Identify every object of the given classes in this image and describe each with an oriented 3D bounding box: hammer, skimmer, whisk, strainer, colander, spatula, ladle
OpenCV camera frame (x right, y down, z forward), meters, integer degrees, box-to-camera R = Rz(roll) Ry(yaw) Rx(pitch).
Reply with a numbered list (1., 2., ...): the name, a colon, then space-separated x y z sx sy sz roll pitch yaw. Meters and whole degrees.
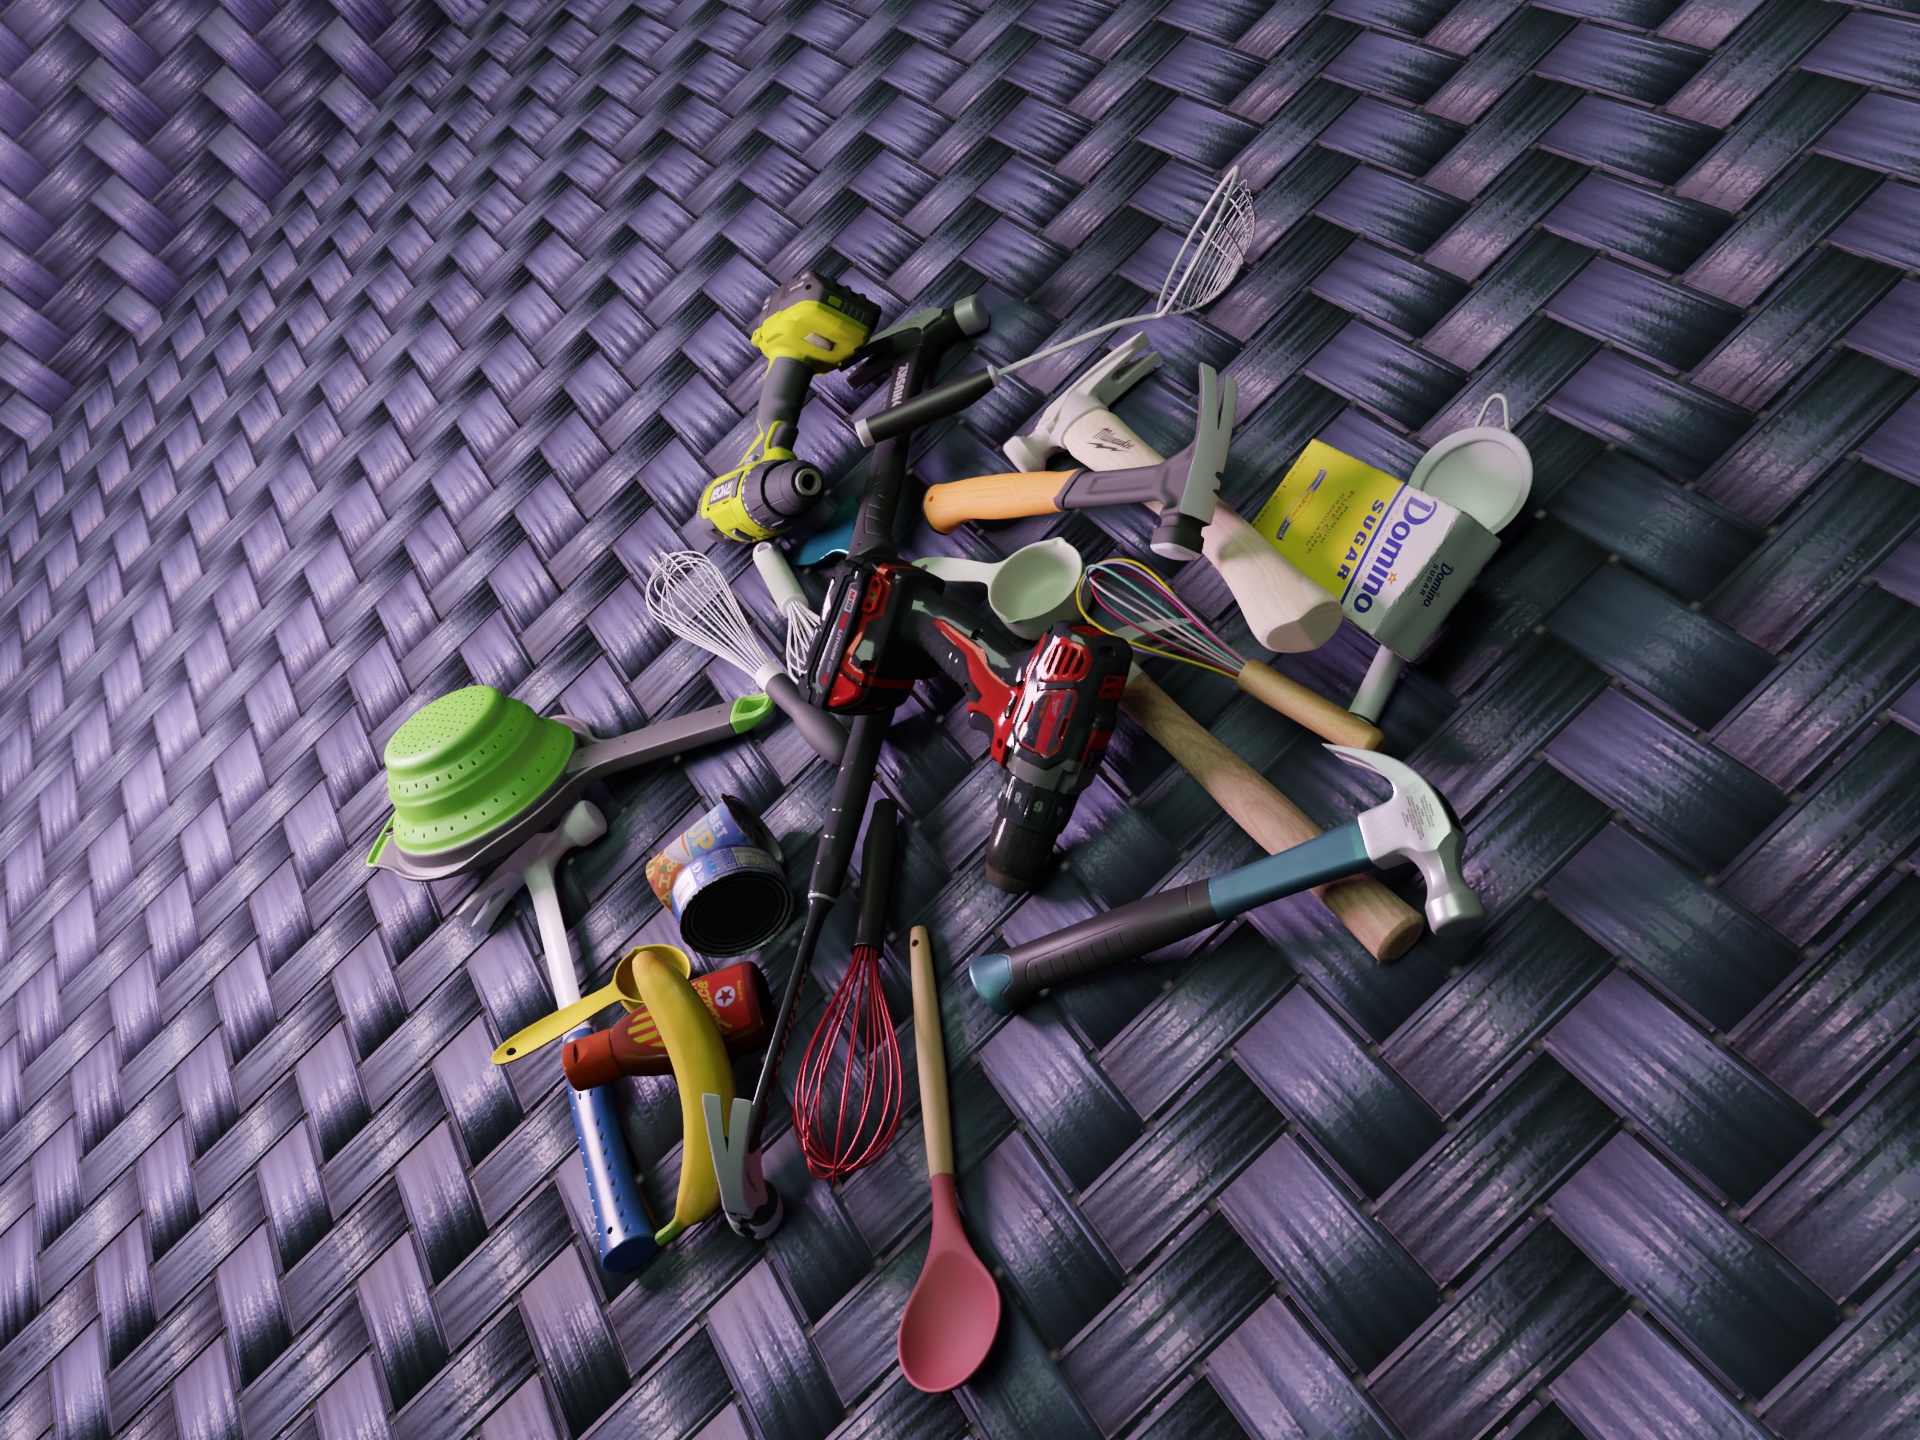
1. hammer: 0.072 -0.176 1.166 0.337 0.034 0.127 5 80 57
2. hammer: 0.143 0.114 0.960 0.331 0.033 0.128 -25 56 29
3. skimmer: 0.071 -0.331 1.286 0.363 0.090 0.127 -22 14 7
4. hammer: -0.062 -0.238 1.359 0.146 0.035 0.335 -16 43 26
5. whisk: -0.172 -0.052 1.299 0.070 0.070 0.285 -46 59 -1
6. whisk: -0.065 0.174 1.081 0.073 0.073 0.296 -17 46 25
7. hammer: -0.102 0.135 1.101 0.036 0.149 0.409 7 53 9
8. strainer: 0.300 -0.088 1.020 0.087 0.050 0.258 19 77 47
9. colander: -0.348 0.013 1.341 0.397 0.094 0.205 -17 31 16
10. hammer: 0.176 0.038 1.023 0.130 0.031 0.332 -44 45 1
11. whisk: -0.135 -0.090 1.320 0.058 0.059 0.247 -27 36 -4
12. hammer: 0.160 -0.164 1.128 0.146 0.038 0.411 -41 35 5
13. whisk: 0.170 -0.044 1.032 0.047 0.051 0.245 -37 53 -27
14. hammer: -0.298 0.238 1.215 0.144 0.035 0.406 -37 45 8
15. spatula: -0.039 -0.107 1.289 0.082 0.044 0.318 -48 49 -5
16. ladle: -0.015 0.264 1.001 0.069 0.031 0.316 -23 47 18

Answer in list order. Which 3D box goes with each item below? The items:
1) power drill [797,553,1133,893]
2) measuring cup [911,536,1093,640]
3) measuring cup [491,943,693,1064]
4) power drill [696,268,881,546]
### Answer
1. power drill: -0.002 -0.004 1.098 0.227 0.080 0.188 26 104 30
2. measuring cup: 0.029 -0.102 1.221 0.168 0.038 0.083 12 62 41
3. measuring cup: -0.268 0.218 1.168 0.156 0.029 0.062 -27 46 -22
4. power drill: -0.146 -0.266 1.382 0.190 0.080 0.228 -3 68 61
